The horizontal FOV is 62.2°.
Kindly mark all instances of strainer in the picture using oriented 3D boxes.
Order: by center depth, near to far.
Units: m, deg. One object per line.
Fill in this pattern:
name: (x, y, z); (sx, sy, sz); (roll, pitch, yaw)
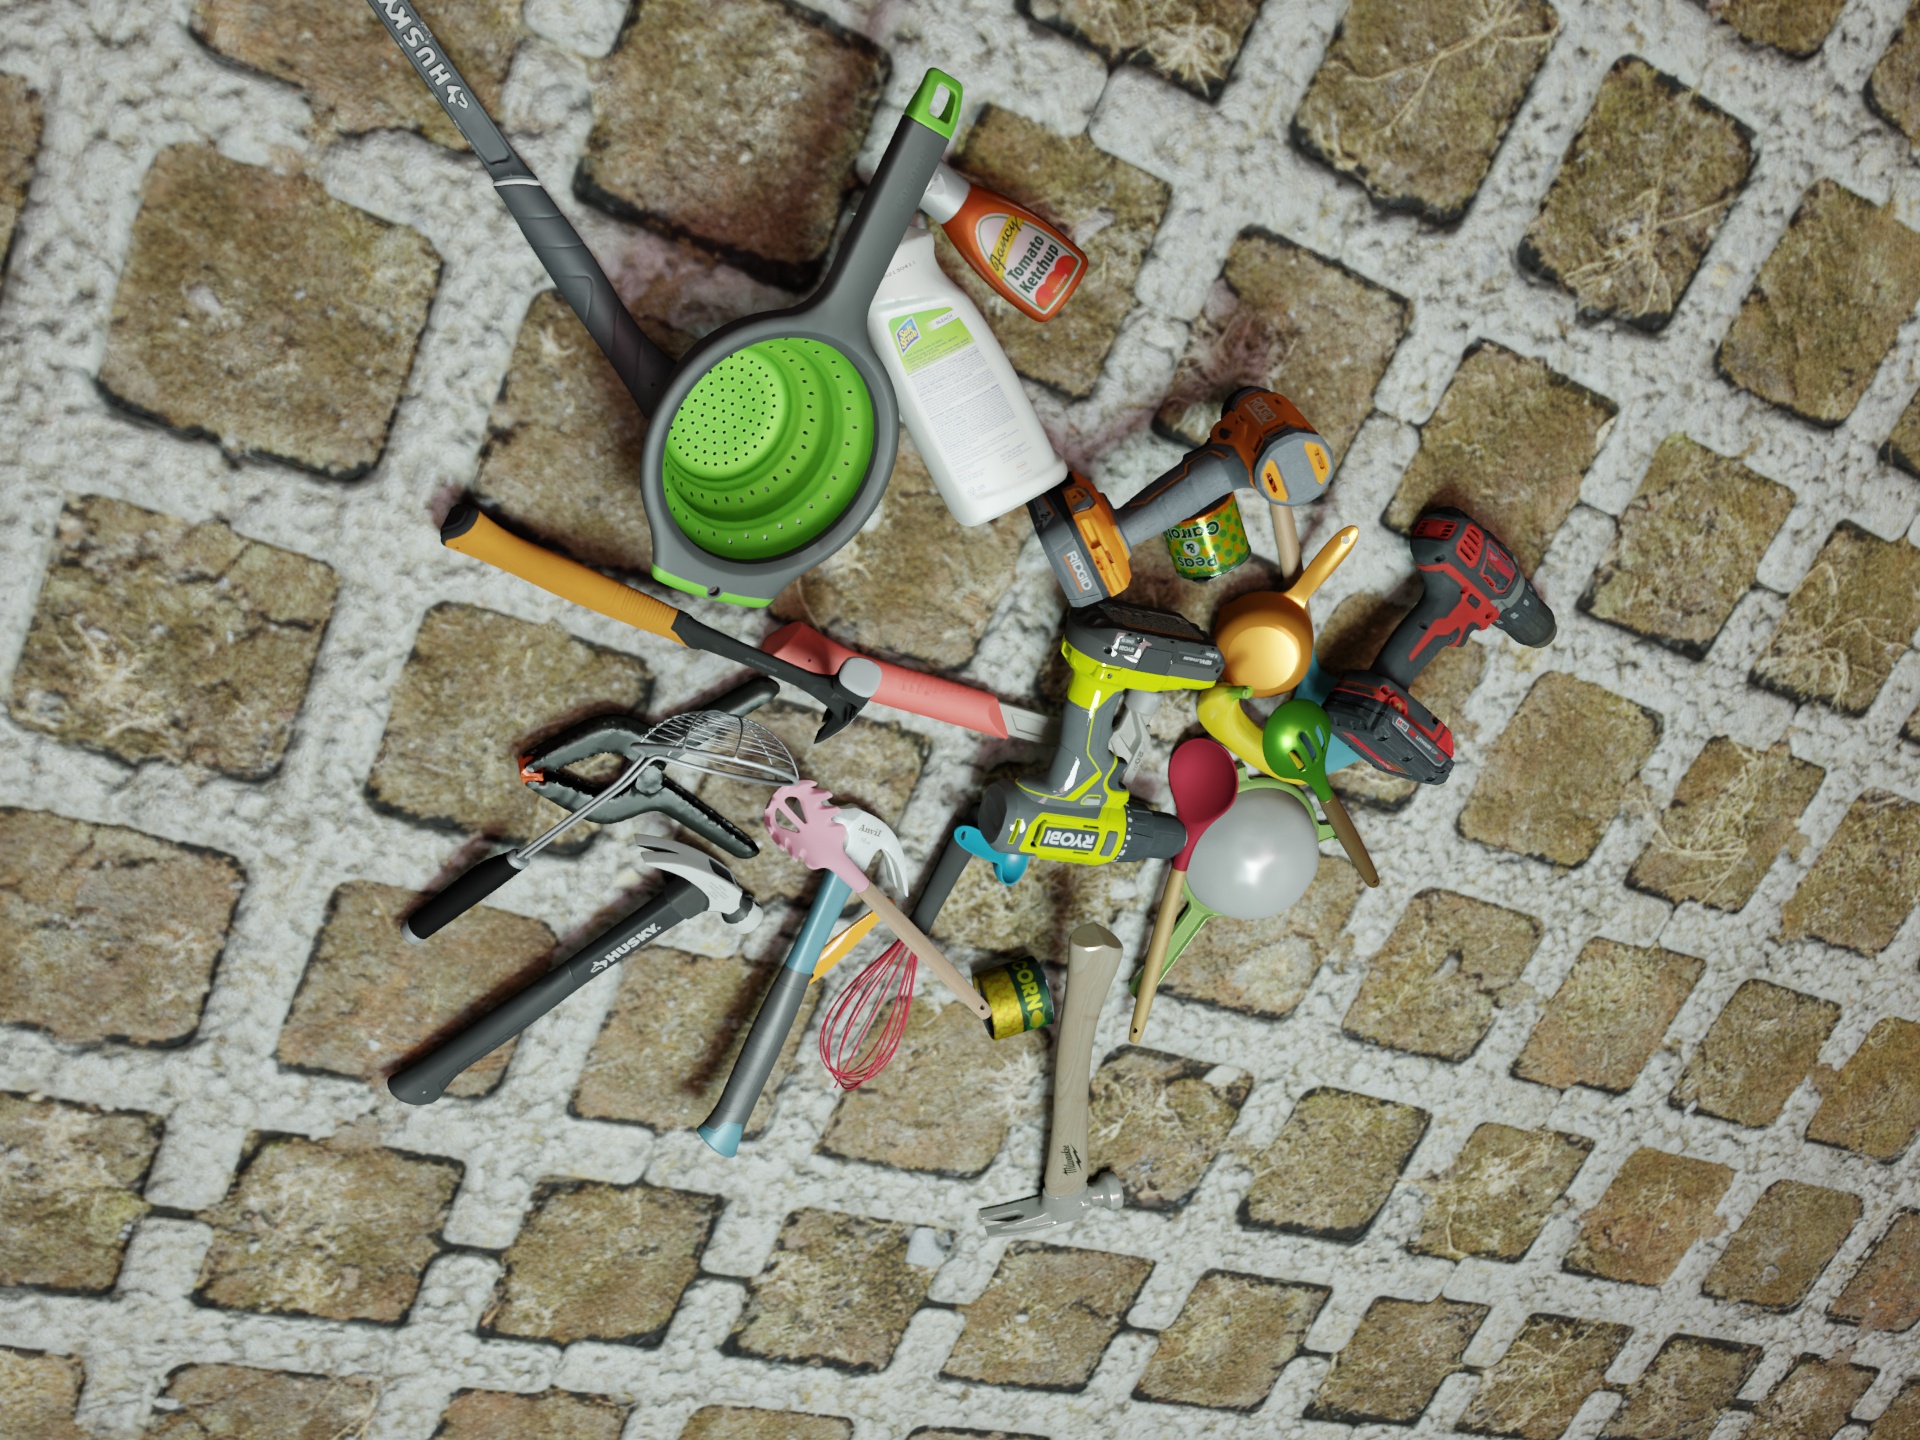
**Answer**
strainer: (0.251, 0.175, 1.503); (0.151, 0.069, 0.256); (31, 100, -28)

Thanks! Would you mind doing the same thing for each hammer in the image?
hammer: (-0.317, -0.378, 1.074); (0.149, 0.036, 0.408); (-33, 120, 0)
hammer: (-0.229, -0.076, 1.204); (0.336, 0.127, 0.034); (24, 65, -12)
hammer: (-0.337, 0.217, 1.330); (0.335, 0.035, 0.146); (-34, 137, 3)
hammer: (-0.002, -0.004, 1.354); (0.358, 0.037, 0.149); (15, 108, -25)
hammer: (-0.148, 0.227, 1.380); (0.128, 0.033, 0.331); (22, 96, -35)
hammer: (0.096, 0.347, 1.498); (0.146, 0.038, 0.410); (-10, 130, -14)

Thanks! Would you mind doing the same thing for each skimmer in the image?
skimmer: (-0.290, 0.100, 1.233); (0.363, 0.090, 0.127); (-34, 155, 15)

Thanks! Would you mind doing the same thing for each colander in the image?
colander: (-0.116, -0.278, 1.134); (0.204, 0.095, 0.397); (13, 111, -43)

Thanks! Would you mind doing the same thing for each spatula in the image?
spatula: (0.308, -0.101, 1.410); (0.082, 0.044, 0.317); (-25, 118, -12)

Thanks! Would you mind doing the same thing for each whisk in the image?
whisk: (-0.048, 0.202, 1.424); (0.073, 0.073, 0.296); (23, 100, -26)

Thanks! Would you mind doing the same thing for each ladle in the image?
ladle: (0.198, 0.162, 1.482); (0.031, 0.069, 0.315); (-16, 123, -57)

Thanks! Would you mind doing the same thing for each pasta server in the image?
pasta server: (-0.063, 0.160, 1.351); (0.060, 0.040, 0.316); (-49, 119, -15)

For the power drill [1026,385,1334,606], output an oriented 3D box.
power drill: (0.169, -0.192, 1.270); (0.226, 0.164, 0.084); (-25, 120, 8)

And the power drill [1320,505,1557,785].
power drill: (0.442, -0.056, 1.437); (0.187, 0.080, 0.227); (34, 82, -30)

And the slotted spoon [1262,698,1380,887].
slotted spoon: (0.346, 0.080, 1.470); (0.070, 0.031, 0.313); (-44, 137, -4)

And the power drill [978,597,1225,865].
power drill: (0.136, 0.021, 1.351); (0.190, 0.080, 0.228); (9, 113, -25)

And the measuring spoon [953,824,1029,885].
measuring spoon: (0.021, 0.112, 1.399); (0.128, 0.021, 0.042); (34, 78, -54)

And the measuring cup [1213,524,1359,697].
measuring cup: (0.285, -0.093, 1.366); (0.095, 0.052, 0.173); (34, 119, -3)

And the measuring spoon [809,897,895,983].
measuring spoon: (-0.103, 0.202, 1.428); (0.117, 0.011, 0.021); (-41, 120, 3)
